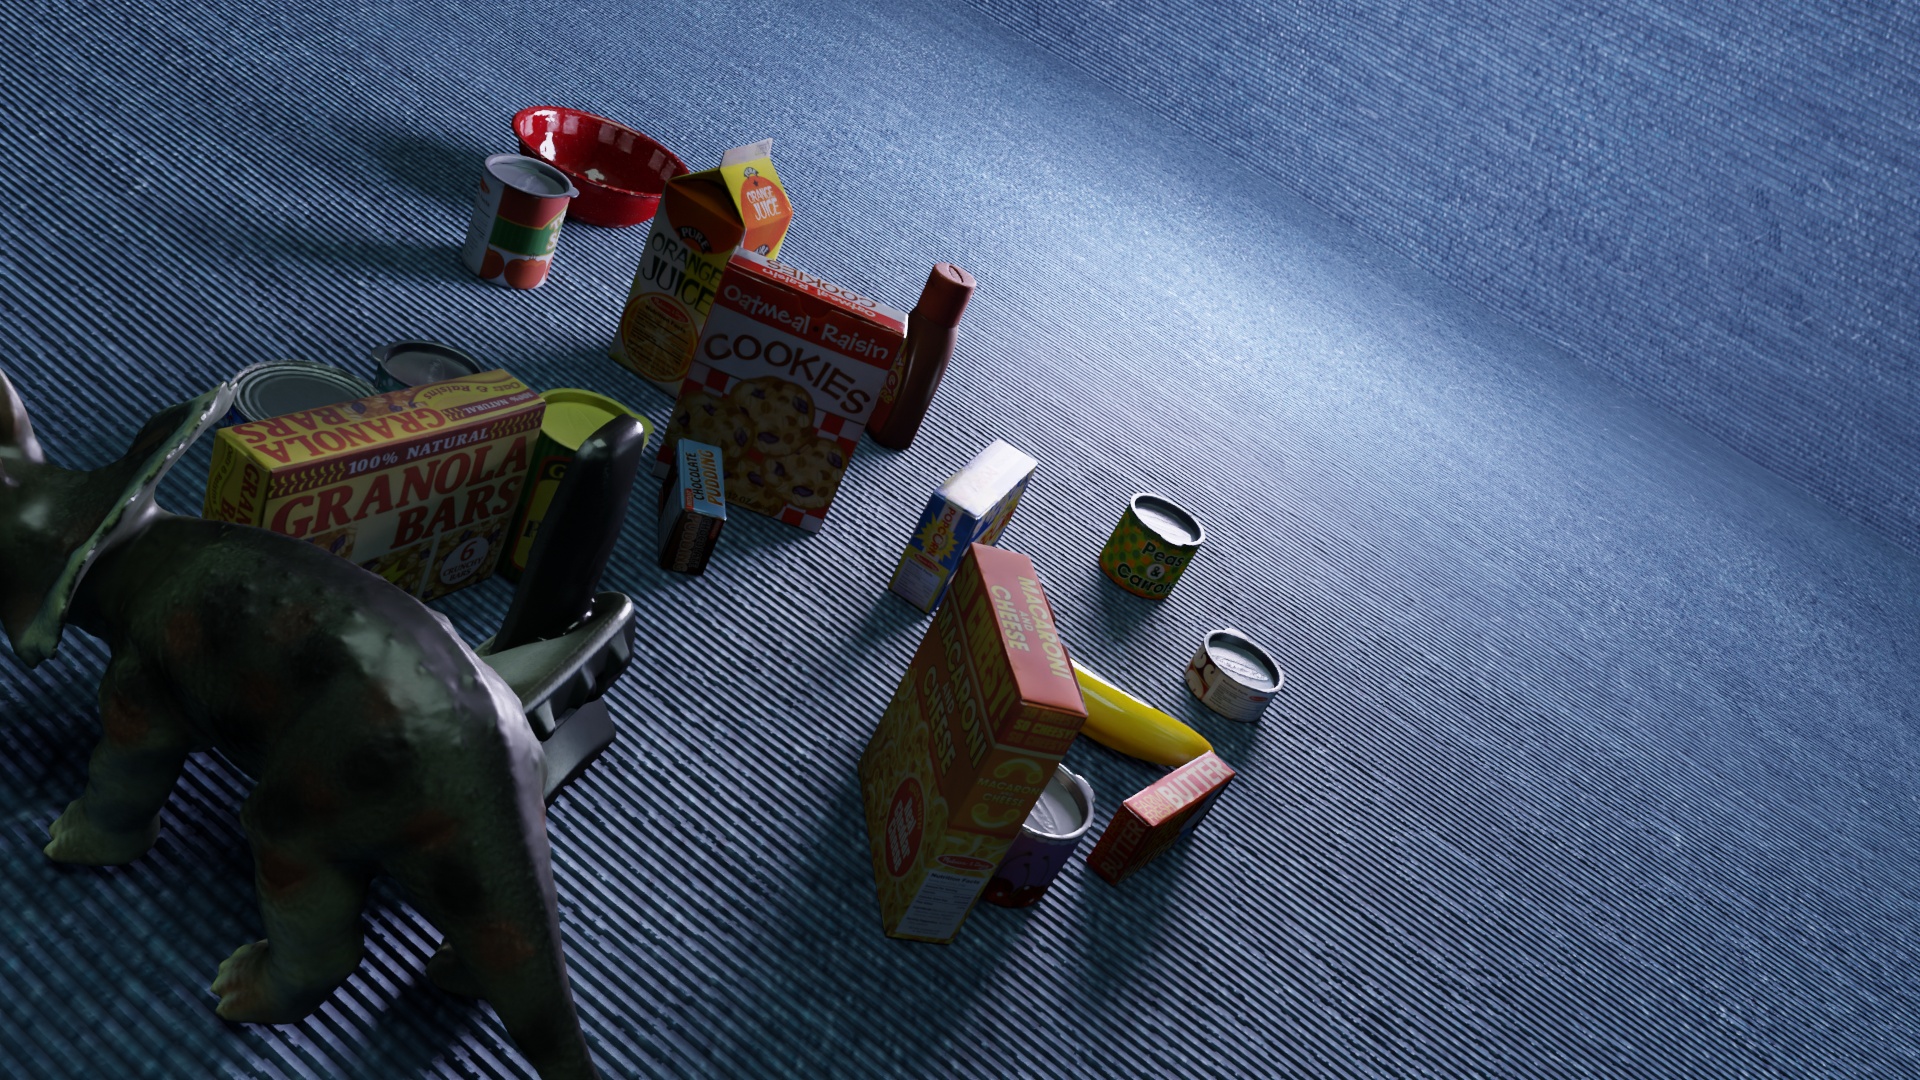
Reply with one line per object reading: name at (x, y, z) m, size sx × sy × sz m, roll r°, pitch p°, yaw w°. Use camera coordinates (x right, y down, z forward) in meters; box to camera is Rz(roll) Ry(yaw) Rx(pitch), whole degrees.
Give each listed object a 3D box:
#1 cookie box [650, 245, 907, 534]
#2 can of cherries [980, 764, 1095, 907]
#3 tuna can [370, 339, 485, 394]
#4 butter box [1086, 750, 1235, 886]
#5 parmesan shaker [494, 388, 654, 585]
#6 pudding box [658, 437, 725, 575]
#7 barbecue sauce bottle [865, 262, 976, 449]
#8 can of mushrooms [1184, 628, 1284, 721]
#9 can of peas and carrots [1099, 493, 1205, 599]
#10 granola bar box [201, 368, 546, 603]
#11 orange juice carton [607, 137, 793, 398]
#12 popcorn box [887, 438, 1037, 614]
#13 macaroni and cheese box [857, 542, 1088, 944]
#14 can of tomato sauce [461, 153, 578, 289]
cookie box at (-0.123, -0.098, 0.933) m, size 0.123 × 0.166 × 0.040 m, roll 20°, pitch 30°, yaw -12°
can of cherries at (0.033, 0.158, 0.764) m, size 0.071 × 0.058 × 0.072 m, roll 20°, pitch 30°, yaw -12°
tuna can at (-0.344, -0.099, 0.893) m, size 0.071 × 0.032 × 0.071 m, roll 20°, pitch 30°, yaw -12°
butter box at (0.121, 0.165, 0.830) m, size 0.024 × 0.053 × 0.104 m, roll 42°, pitch 32°, yaw 24°
parmesan shaker at (-0.225, -0.027, 0.804) m, size 0.071 × 0.102 × 0.071 m, roll 20°, pitch 30°, yaw -12°
pudding box at (-0.173, -0.023, 0.893) m, size 0.030 × 0.049 × 0.084 m, roll 14°, pitch 32°, yaw -22°
barbecue sauce bottle at (-0.033, -0.148, 1.106) m, size 0.044 × 0.147 × 0.065 m, roll 11°, pitch 33°, yaw -27°
can of mushrooms at (0.201, 0.098, 1.020) m, size 0.071 × 0.033 × 0.071 m, roll 20°, pitch 30°, yaw -12°
can of peas and carrots at (0.152, 0.006, 1.101) m, size 0.071 × 0.058 × 0.071 m, roll 20°, pitch 30°, yaw -12°
granola bar box at (-0.297, -0.014, 0.703) m, size 0.039 × 0.123 × 0.166 m, roll 36°, pitch 30°, yaw 16°
orange juice carton at (-0.187, -0.207, 1.029) m, size 0.073 × 0.191 × 0.072 m, roll 32°, pitch 29°, yaw 9°
popcorn box at (0.004, -0.012, 0.984) m, size 0.038 × 0.084 × 0.127 m, roll 32°, pitch 30°, yaw 9°
macaroni and cheese box at (0.001, 0.104, 0.714) m, size 0.040 × 0.165 × 0.124 m, roll 14°, pitch 32°, yaw -22°
can of tomato sauce at (-0.342, -0.246, 1.077) m, size 0.071 × 0.082 × 0.071 m, roll 20°, pitch 30°, yaw -12°
